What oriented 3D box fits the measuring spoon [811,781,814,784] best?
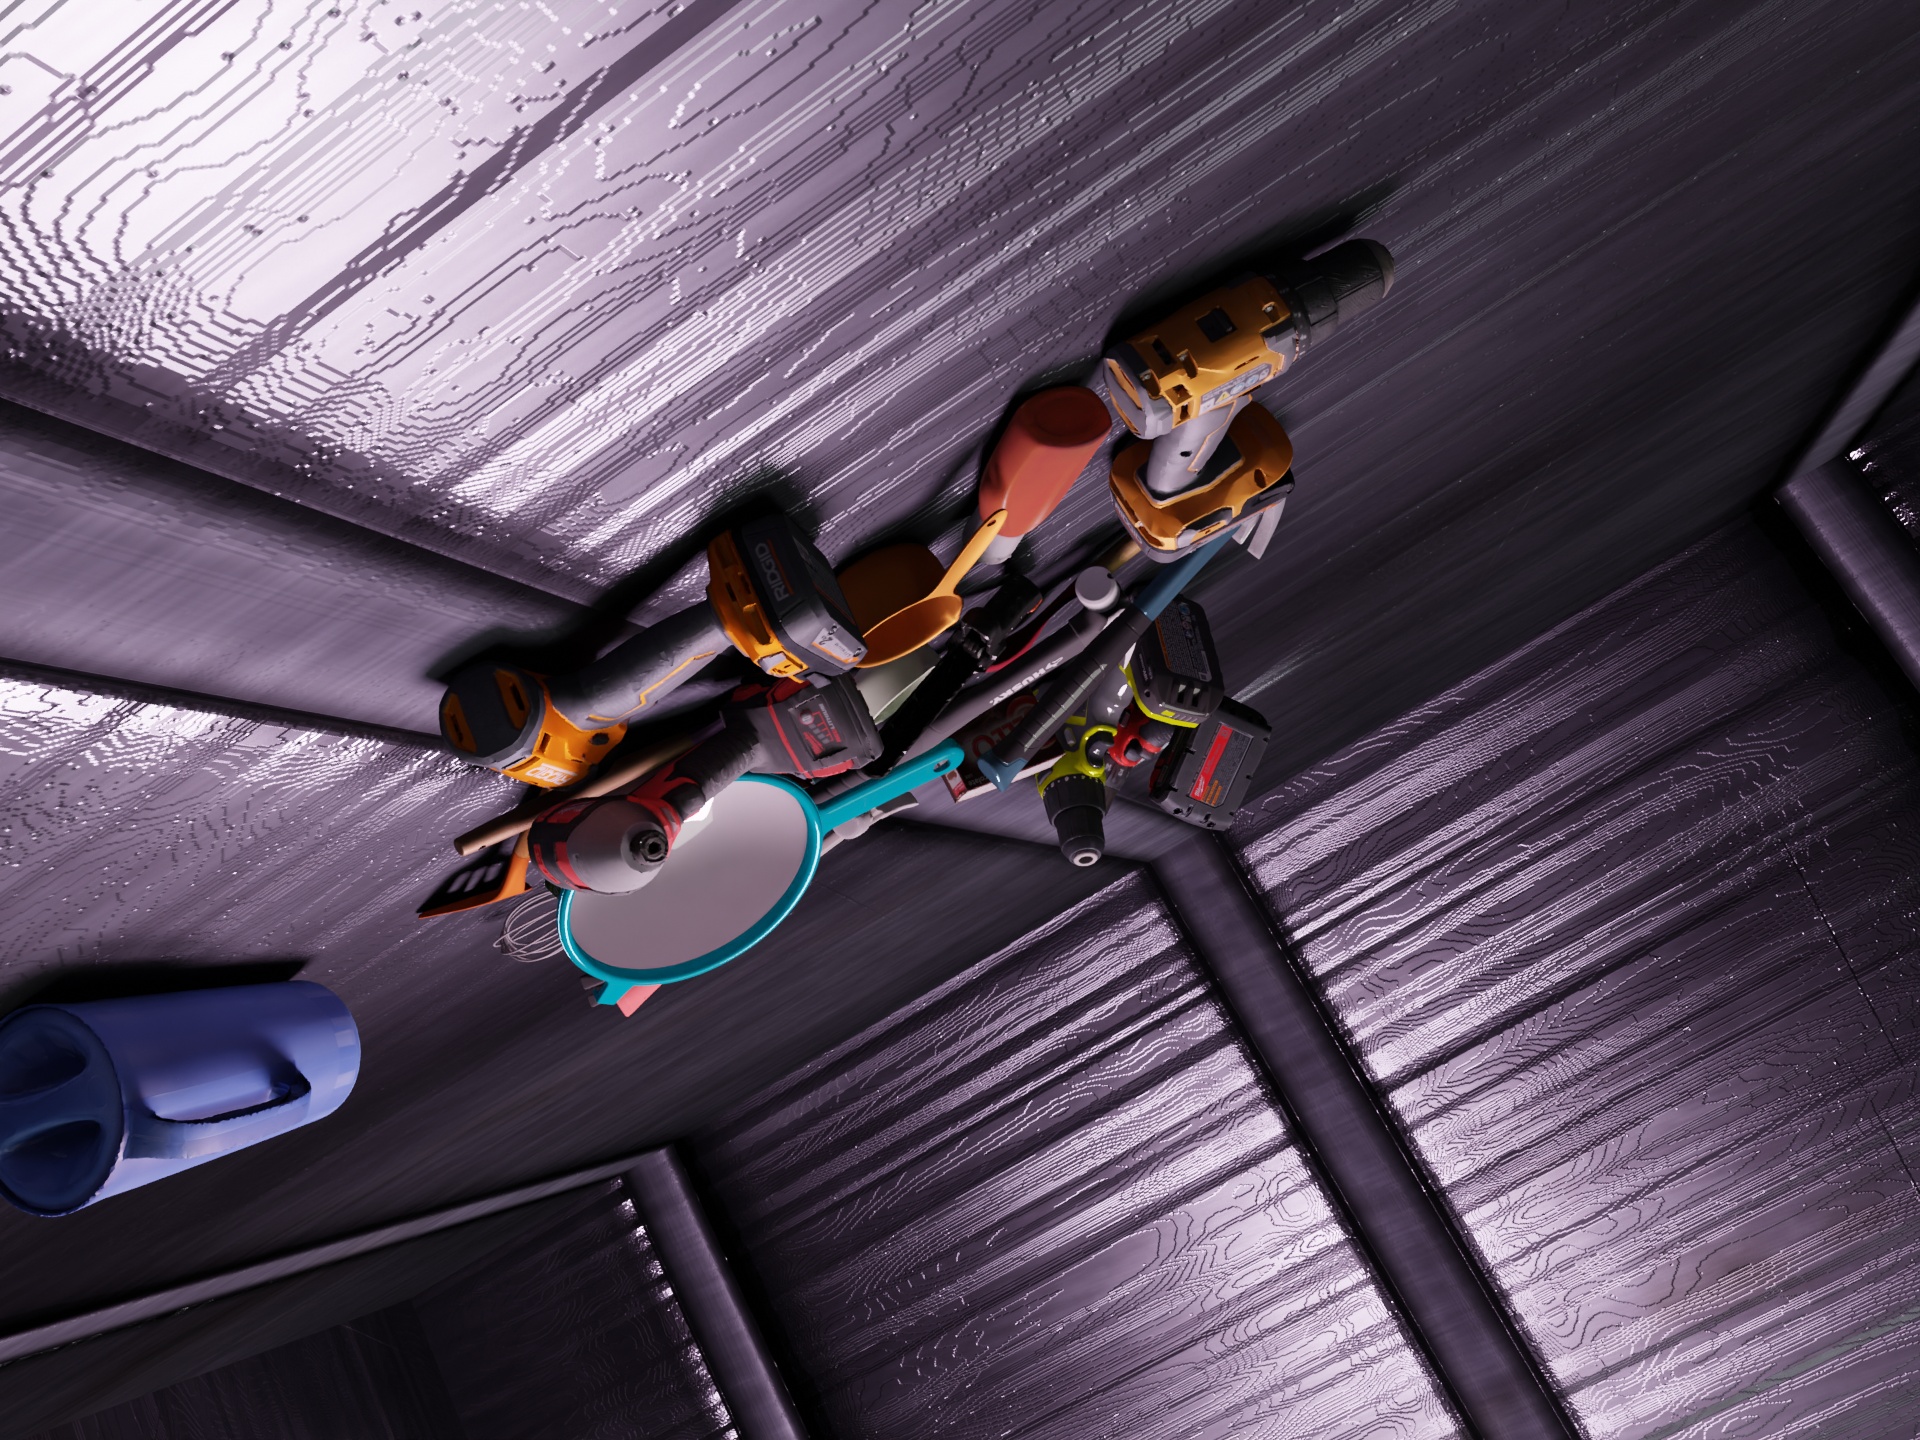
[{"bbox_3d":[-0.153,0.069,1.452,0.124,0.018,0.034,-40,167,13],"label":"measuring spoon"}]

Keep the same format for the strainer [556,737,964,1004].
[{"bbox_3d":[-0.163,0.069,1.228,0.340,0.095,0.210,-25,139,-20],"label":"strainer"}]

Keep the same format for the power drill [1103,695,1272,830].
[{"bbox_3d":[0.184,0.037,1.526,0.188,0.080,0.227,-66,-156,3],"label":"power drill"}]

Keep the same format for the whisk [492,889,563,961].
[{"bbox_3d":[-0.288,0.133,1.354,0.239,0.055,0.055,-31,166,-12],"label":"whisk"}]

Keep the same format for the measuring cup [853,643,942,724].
[{"bbox_3d":[-0.026,-0.054,1.249,0.167,0.038,0.083,-39,175,-42],"label":"measuring cup"}]

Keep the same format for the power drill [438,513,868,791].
[{"bbox_3d":[-0.176,-0.028,0.954,0.226,0.084,0.164,-26,166,5],"label":"power drill"}]

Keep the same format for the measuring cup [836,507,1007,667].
[{"bbox_3d":[-0.027,-0.102,1.036,0.095,0.052,0.173,-16,158,-41],"label":"measuring cup"}]

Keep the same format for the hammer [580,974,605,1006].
[{"bbox_3d":[-0.323,0.210,1.547,0.127,0.034,0.336,-21,163,-13],"label":"hammer"}]

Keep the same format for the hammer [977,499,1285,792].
[{"bbox_3d":[0.130,-0.074,1.228,0.331,0.033,0.128,-48,154,7],"label":"hammer"}]

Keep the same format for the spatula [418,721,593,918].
[{"bbox_3d":[-0.313,0.074,1.148,0.081,0.041,0.322,-17,157,-40],"label":"spatula"}]

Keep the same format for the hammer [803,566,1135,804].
[{"bbox_3d":[-0.002,-0.004,1.301,0.335,0.035,0.146,-33,158,6],"label":"hammer"}]

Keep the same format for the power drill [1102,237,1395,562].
[{"bbox_3d":[0.180,-0.207,1.022,0.185,0.084,0.226,-29,161,-6],"label":"power drill"}]

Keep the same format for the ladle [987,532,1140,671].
[{"bbox_3d":[0.118,-0.127,1.271,0.315,0.031,0.069,-39,174,26],"label":"ladle"}]

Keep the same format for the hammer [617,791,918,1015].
[{"bbox_3d":[-0.199,0.172,1.518,0.359,0.037,0.149,-37,174,19],"label":"hammer"}]

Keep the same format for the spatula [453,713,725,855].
[{"bbox_3d":[-0.212,0.023,1.115,0.316,0.018,0.059,-28,164,-38],"label":"spatula"}]

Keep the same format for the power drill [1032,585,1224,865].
[{"bbox_3d":[0.141,0.005,1.454,0.080,0.191,0.228,13,139,-26],"label":"power drill"}]

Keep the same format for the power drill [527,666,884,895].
[{"bbox_3d":[-0.166,0.040,1.040,0.219,0.078,0.143,-34,-164,-31],"label":"power drill"}]
